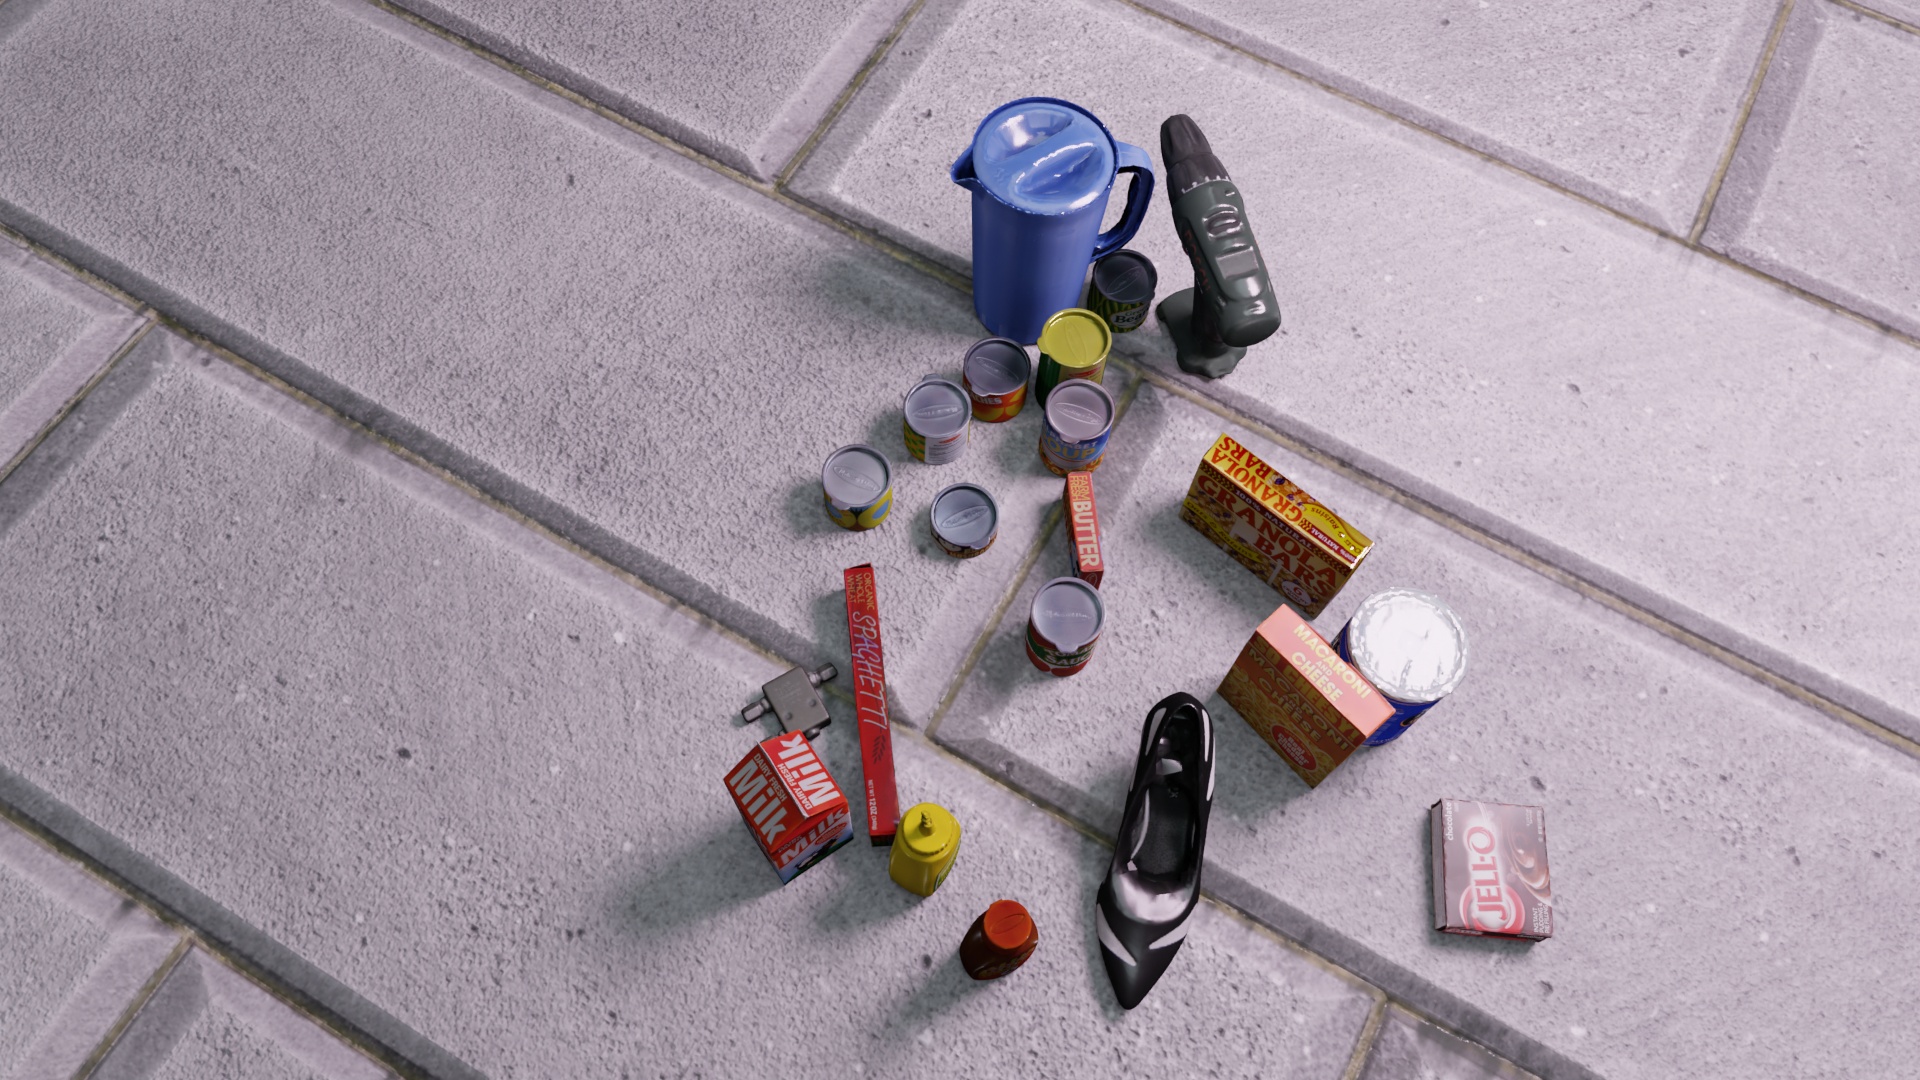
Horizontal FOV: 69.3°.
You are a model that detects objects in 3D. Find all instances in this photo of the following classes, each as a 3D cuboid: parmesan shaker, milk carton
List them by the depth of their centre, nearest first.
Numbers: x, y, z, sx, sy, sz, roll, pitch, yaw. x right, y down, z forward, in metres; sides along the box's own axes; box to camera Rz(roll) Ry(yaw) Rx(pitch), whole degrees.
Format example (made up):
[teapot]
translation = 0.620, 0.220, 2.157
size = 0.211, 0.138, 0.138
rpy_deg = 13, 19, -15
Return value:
[milk carton]
translation = -0.137, 0.214, 1.120
size = 0.073, 0.189, 0.072
rpy_deg = -32, 71, -15
[parmesan shaker]
translation = 0.105, -0.170, 1.353
size = 0.071, 0.102, 0.071
rpy_deg = 1, 66, -2

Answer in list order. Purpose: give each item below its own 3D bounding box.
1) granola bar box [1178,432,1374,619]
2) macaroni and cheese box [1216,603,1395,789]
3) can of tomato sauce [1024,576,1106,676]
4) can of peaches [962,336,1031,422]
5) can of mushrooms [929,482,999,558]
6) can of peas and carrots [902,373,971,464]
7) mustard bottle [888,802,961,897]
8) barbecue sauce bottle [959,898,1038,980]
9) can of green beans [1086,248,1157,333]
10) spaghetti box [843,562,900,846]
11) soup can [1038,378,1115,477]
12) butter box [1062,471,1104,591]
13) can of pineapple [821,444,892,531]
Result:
[granola bar box]
translation = 0.285, -0.011, 1.275
size = 0.166, 0.123, 0.039
rpy_deg = 39, 70, 14
[macaroni and cheese box]
translation = 0.290, 0.135, 1.185
size = 0.040, 0.165, 0.124
rpy_deg = -38, 72, -17
[can of tomato sauce]
translation = 0.093, 0.081, 1.249
size = 0.071, 0.082, 0.071
rpy_deg = 1, 66, -2
[can of peaches]
translation = 0.033, -0.156, 1.369
size = 0.071, 0.057, 0.071
rpy_deg = 1, 65, -2
[can of mushrooms]
translation = 0.005, -0.017, 1.317
size = 0.071, 0.033, 0.071
rpy_deg = 1, 65, -2
[can of peas and carrots]
translation = -0.023, -0.117, 1.349
size = 0.071, 0.058, 0.071
rpy_deg = 1, 66, -2
[mustard bottle]
translation = -0.028, 0.245, 1.126
size = 0.049, 0.159, 0.065
rpy_deg = 27, 68, 10
[barbecue sauce bottle]
translation = 0.033, 0.315, 1.103
size = 0.065, 0.148, 0.044
rpy_deg = -22, 68, -11
[can of green beans]
translation = 0.164, -0.254, 1.419
size = 0.071, 0.057, 0.071
rpy_deg = 1, 65, -2
[spaghetti box]
translation = -0.078, 0.143, 1.232
size = 0.029, 0.050, 0.251
rpy_deg = -6, 66, -5
[soup can]
translation = 0.109, -0.104, 1.334
size = 0.071, 0.083, 0.071
rpy_deg = 1, 66, -2
[butter box]
translation = 0.115, -0.008, 1.307
size = 0.024, 0.053, 0.104
rpy_deg = -4, 66, -4
[can of pineapple]
translation = -0.099, -0.048, 1.315
size = 0.071, 0.057, 0.071
rpy_deg = 1, 65, -2
